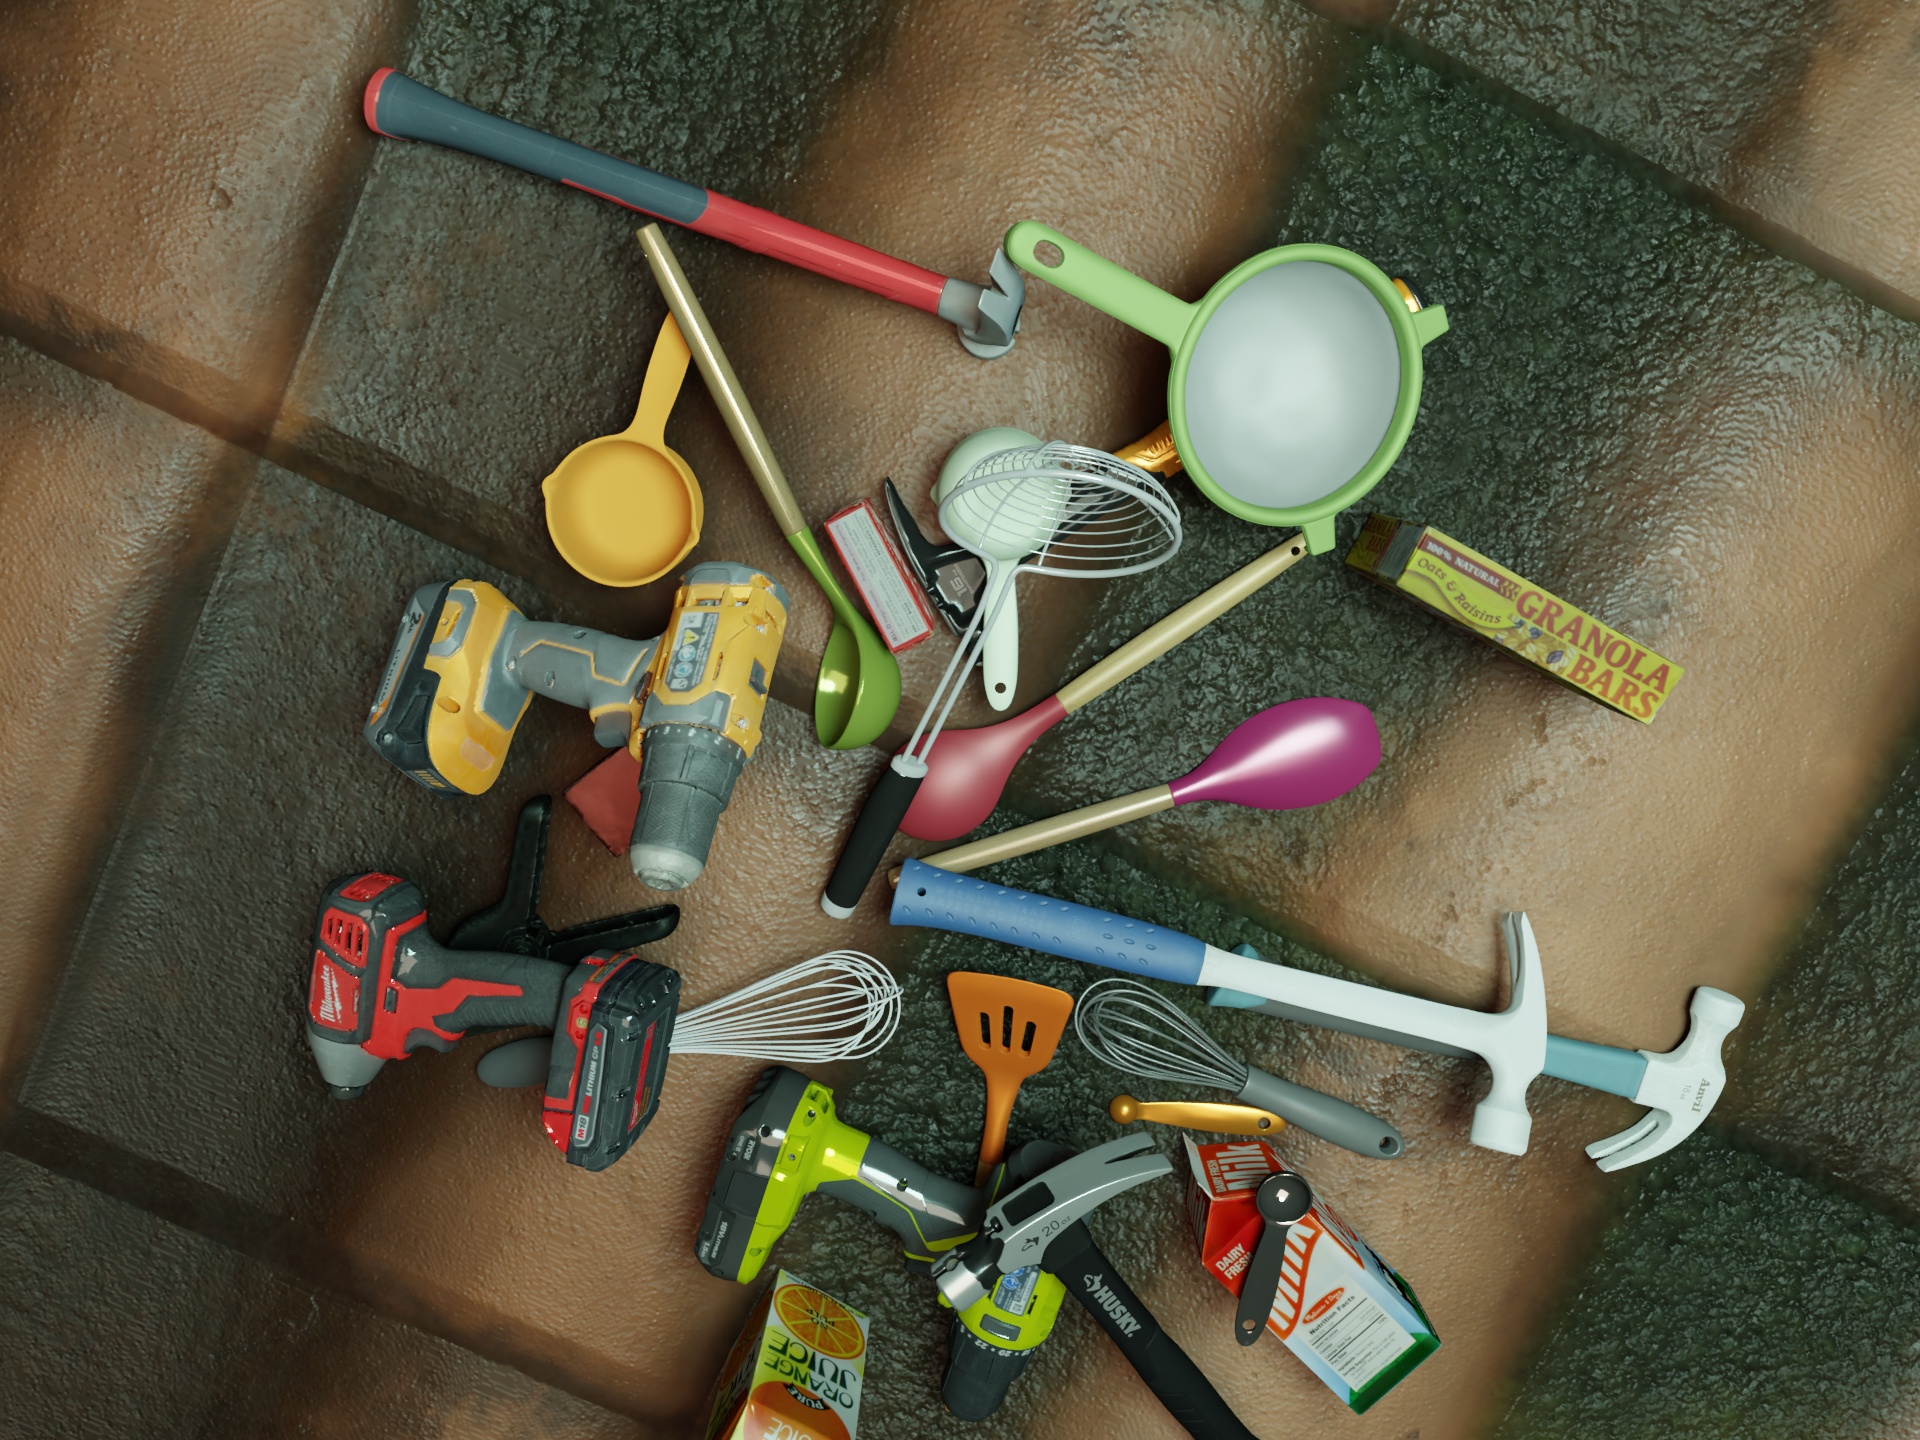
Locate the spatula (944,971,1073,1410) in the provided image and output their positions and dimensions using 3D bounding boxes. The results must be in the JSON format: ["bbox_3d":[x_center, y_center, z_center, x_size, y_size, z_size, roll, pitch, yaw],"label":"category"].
[{"bbox_3d":[0.014,0.311,1.035,0.081,0.041,0.322,10,102,9],"label":"spatula"}]

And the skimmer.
[{"bbox_3d":[-0.001,-0.003,0.895,0.127,0.090,0.363,15,122,-22],"label":"skimmer"}]

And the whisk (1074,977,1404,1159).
[{"bbox_3d":[0.182,0.228,1.018,0.239,0.055,0.055,25,100,-9],"label":"whisk"}]

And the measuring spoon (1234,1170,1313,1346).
[{"bbox_3d":[0.187,0.329,0.978,0.034,0.018,0.124,11,106,-2],"label":"measuring spoon"}]

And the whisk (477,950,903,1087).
[{"bbox_3d":[-0.174,0.198,1.007,0.284,0.070,0.070,-12,101,8],"label":"whisk"}]

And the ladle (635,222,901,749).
[{"bbox_3d":[-0.117,-0.127,0.916,0.062,0.078,0.320,-31,109,-15],"label":"ladle"}]

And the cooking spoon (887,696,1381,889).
[{"bbox_3d":[0.107,0.054,0.996,0.319,0.017,0.068,-17,99,3],"label":"cooking spoon"}]

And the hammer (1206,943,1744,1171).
[{"bbox_3d":[0.322,0.199,1.015,0.331,0.033,0.128,14,100,-2],"label":"hammer"}]

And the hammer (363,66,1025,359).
[{"bbox_3d":[-0.150,-0.288,0.880,0.386,0.143,0.038,20,94,1],"label":"hammer"}]

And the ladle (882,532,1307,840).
[{"bbox_3d":[0.084,-0.024,0.978,0.315,0.031,0.069,-34,100,5],"label":"ladle"}]

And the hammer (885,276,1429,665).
[{"bbox_3d":[0.120,-0.169,0.945,0.337,0.034,0.127,-30,100,6],"label":"hammer"}]

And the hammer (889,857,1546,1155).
[{"bbox_3d":[0.159,0.146,0.974,0.405,0.035,0.144,14,79,1],"label":"hammer"}]

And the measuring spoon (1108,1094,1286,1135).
[{"bbox_3d":[0.155,0.260,1.038,0.117,0.011,0.021,5,101,-1],"label":"measuring spoon"}]

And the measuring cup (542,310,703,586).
[{"bbox_3d":[-0.183,-0.165,0.940,0.095,0.052,0.173,20,99,-3],"label":"measuring cup"}]

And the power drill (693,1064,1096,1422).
[{"bbox_3d":[-0.044,0.330,1.003,0.228,0.080,0.190,20,107,4],"label":"power drill"}]

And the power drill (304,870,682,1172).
[{"bbox_3d":[-0.291,0.186,0.961,0.219,0.078,0.143,15,104,8],"label":"power drill"}]

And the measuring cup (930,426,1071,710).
[{"bbox_3d":[0.024,-0.085,0.924,0.083,0.038,0.167,0,100,-1],"label":"measuring cup"}]

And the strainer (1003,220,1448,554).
[{"bbox_3d":[0.129,-0.206,0.866,0.256,0.069,0.151,22,100,-21],"label":"strainer"}]

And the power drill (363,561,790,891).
[{"bbox_3d":[-0.216,0.003,0.893,0.226,0.084,0.185,0,64,19],"label":"power drill"}]

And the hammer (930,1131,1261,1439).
[{"bbox_3d":[0.120,0.385,0.989,0.146,0.035,0.334,-36,122,-4],"label":"hammer"}]
